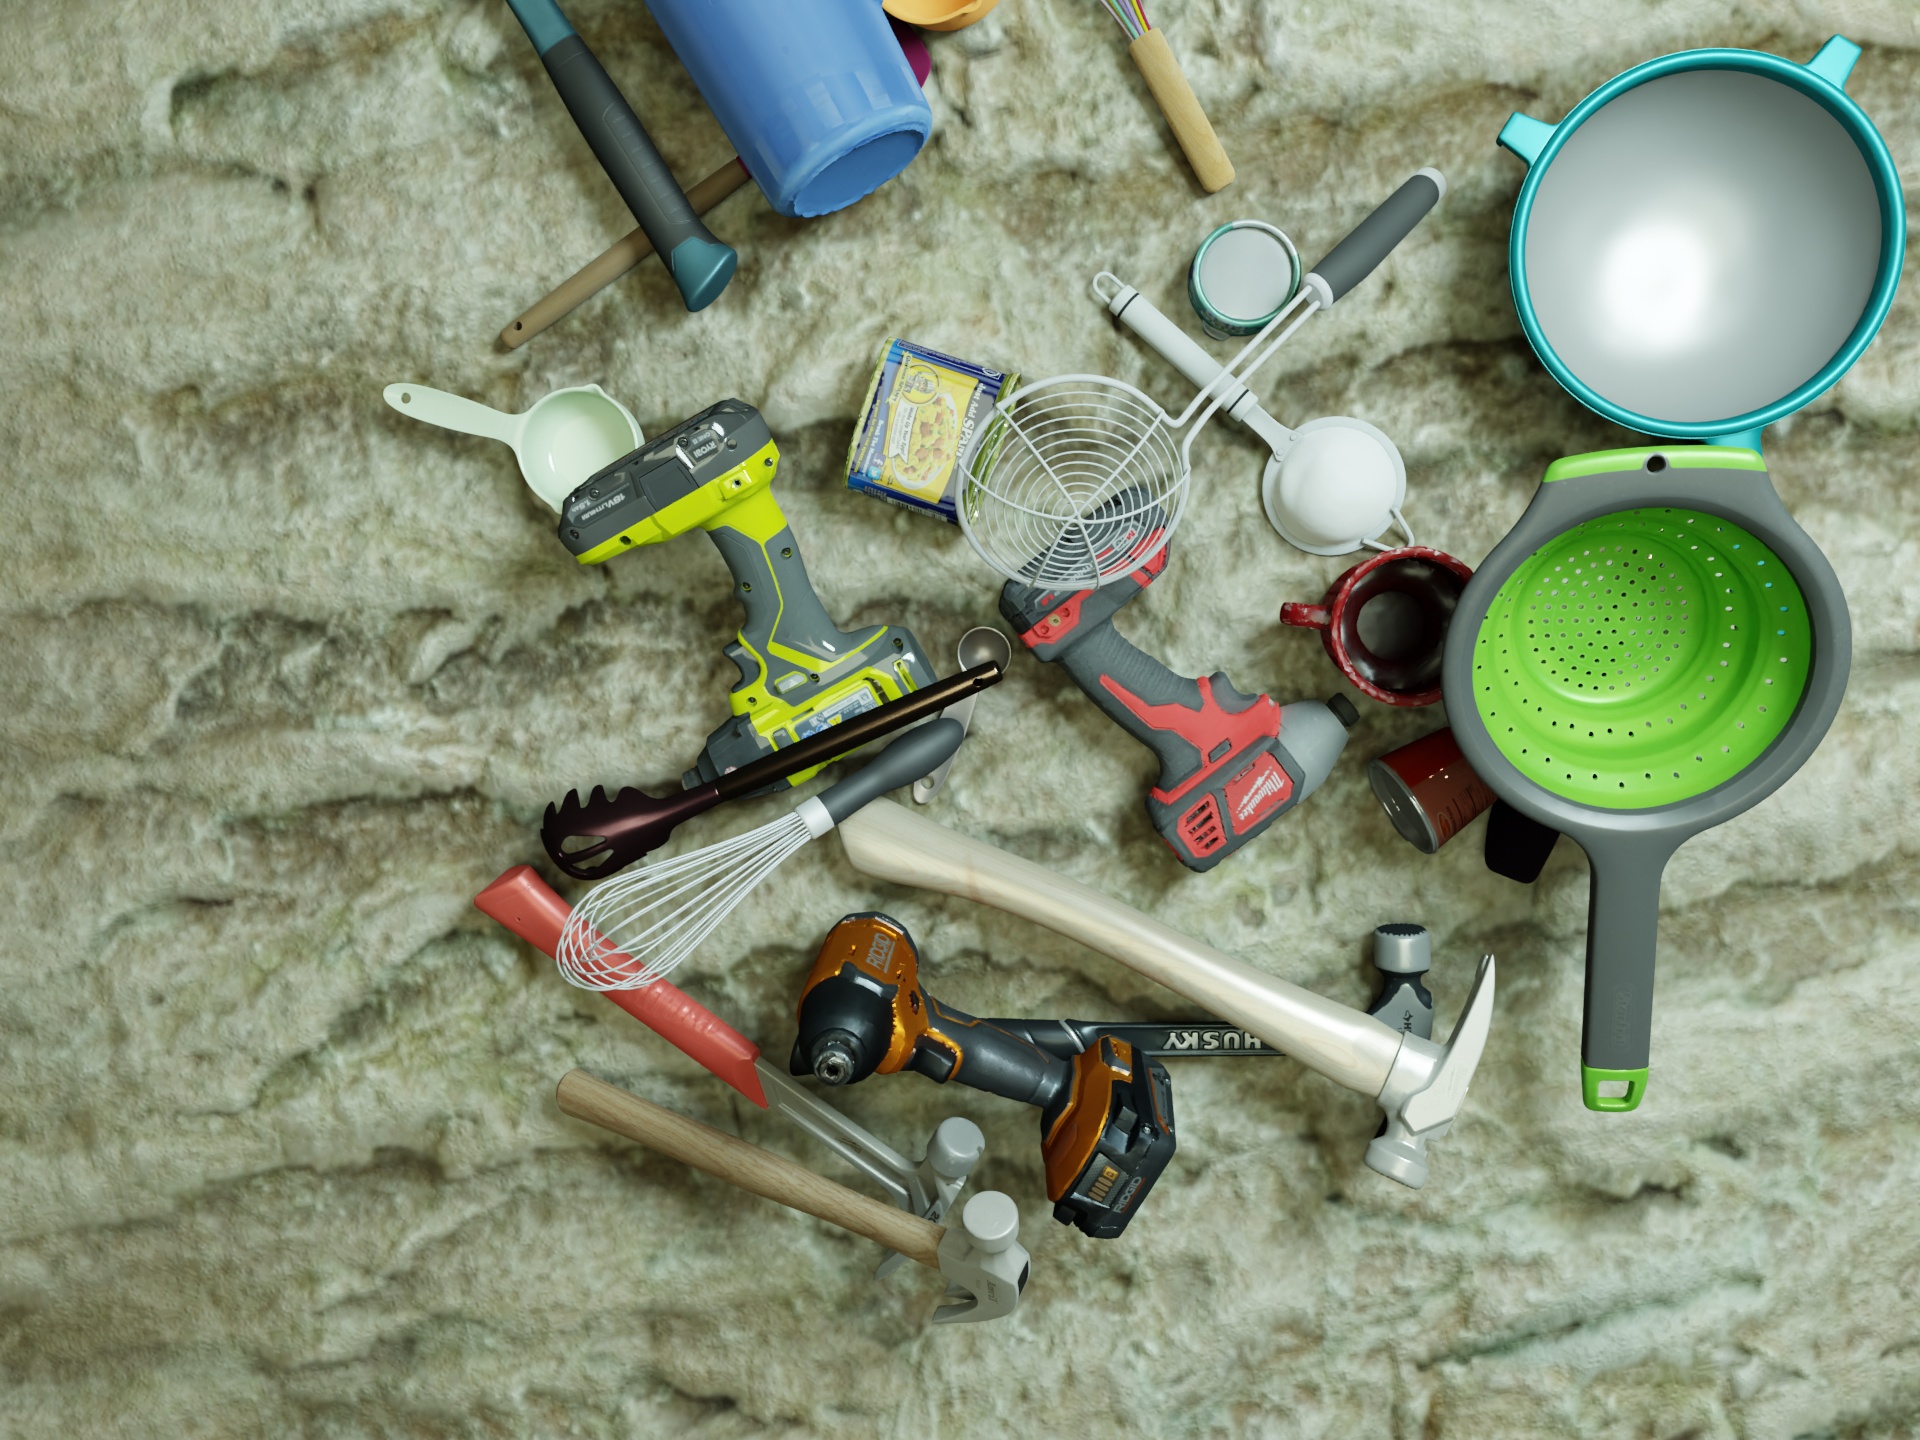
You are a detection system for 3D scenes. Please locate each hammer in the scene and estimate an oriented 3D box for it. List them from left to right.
[{"bbox_3d":[-0.235,-0.398,0.968,0.128,0.033,0.331,-33,88,7],"label":"hammer"},{"bbox_3d":[-0.160,0.213,1.017,0.359,0.037,0.149,34,127,6],"label":"hammer"},{"bbox_3d":[-0.110,0.285,0.980,0.331,0.031,0.129,15,136,23],"label":"hammer"},{"bbox_3d":[0.094,0.209,1.017,0.409,0.036,0.149,-2,96,4],"label":"hammer"},{"bbox_3d":[0.117,0.130,0.980,0.411,0.038,0.146,24,84,10],"label":"hammer"}]

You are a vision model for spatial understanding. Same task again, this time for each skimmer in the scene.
[{"bbox_3d":[0.148,-0.212,0.917,0.363,0.090,0.127,-45,121,-22],"label":"skimmer"}]

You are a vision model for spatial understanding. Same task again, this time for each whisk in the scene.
[{"bbox_3d":[-0.116,0.077,0.965,0.284,0.070,0.070,-32,93,-14],"label":"whisk"},{"bbox_3d":[0.098,-0.429,0.957,0.047,0.051,0.245,-25,99,39],"label":"whisk"}]

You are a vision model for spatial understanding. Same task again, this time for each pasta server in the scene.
[{"bbox_3d":[-0.119,0.028,0.957,0.316,0.040,0.060,-23,113,13],"label":"pasta server"}]

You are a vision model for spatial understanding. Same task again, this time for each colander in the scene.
[{"bbox_3d":[0.374,0.034,0.907,0.204,0.094,0.397,-1,110,11],"label":"colander"}]

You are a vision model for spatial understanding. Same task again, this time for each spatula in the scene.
[{"bbox_3d":[0.396,-0.049,0.972,0.018,0.060,0.316,23,92,-27],"label":"spatula"}]

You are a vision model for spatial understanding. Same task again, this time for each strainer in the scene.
[{"bbox_3d":[0.178,-0.186,0.973,0.258,0.050,0.087,42,111,2],"label":"strainer"},{"bbox_3d":[0.430,-0.206,0.929,0.211,0.095,0.340,-12,97,7],"label":"strainer"}]

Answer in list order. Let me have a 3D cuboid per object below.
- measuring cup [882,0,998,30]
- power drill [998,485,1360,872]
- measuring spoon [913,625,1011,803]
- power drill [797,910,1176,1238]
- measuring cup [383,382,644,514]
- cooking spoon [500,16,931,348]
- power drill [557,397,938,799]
[{"bbox_3d":[0.020,-0.480,0.928,0.173,0.052,0.095,-37,90,21],"label":"measuring cup"},{"bbox_3d":[0.135,-0.029,0.973,0.143,0.078,0.219,-38,95,6],"label":"power drill"},{"bbox_3d":[-0.002,-0.003,1.015,0.034,0.018,0.124,25,103,6],"label":"measuring spoon"},{"bbox_3d":[0.009,0.206,0.924,0.226,0.164,0.084,29,105,-2],"label":"power drill"},{"bbox_3d":[-0.278,-0.182,1.001,0.167,0.038,0.083,17,96,4],"label":"measuring cup"},{"bbox_3d":[-0.156,-0.328,0.989,0.319,0.017,0.069,-34,87,5],"label":"cooking spoon"},{"bbox_3d":[-0.138,-0.065,0.968,0.171,0.080,0.223,-28,107,7],"label":"power drill"}]
